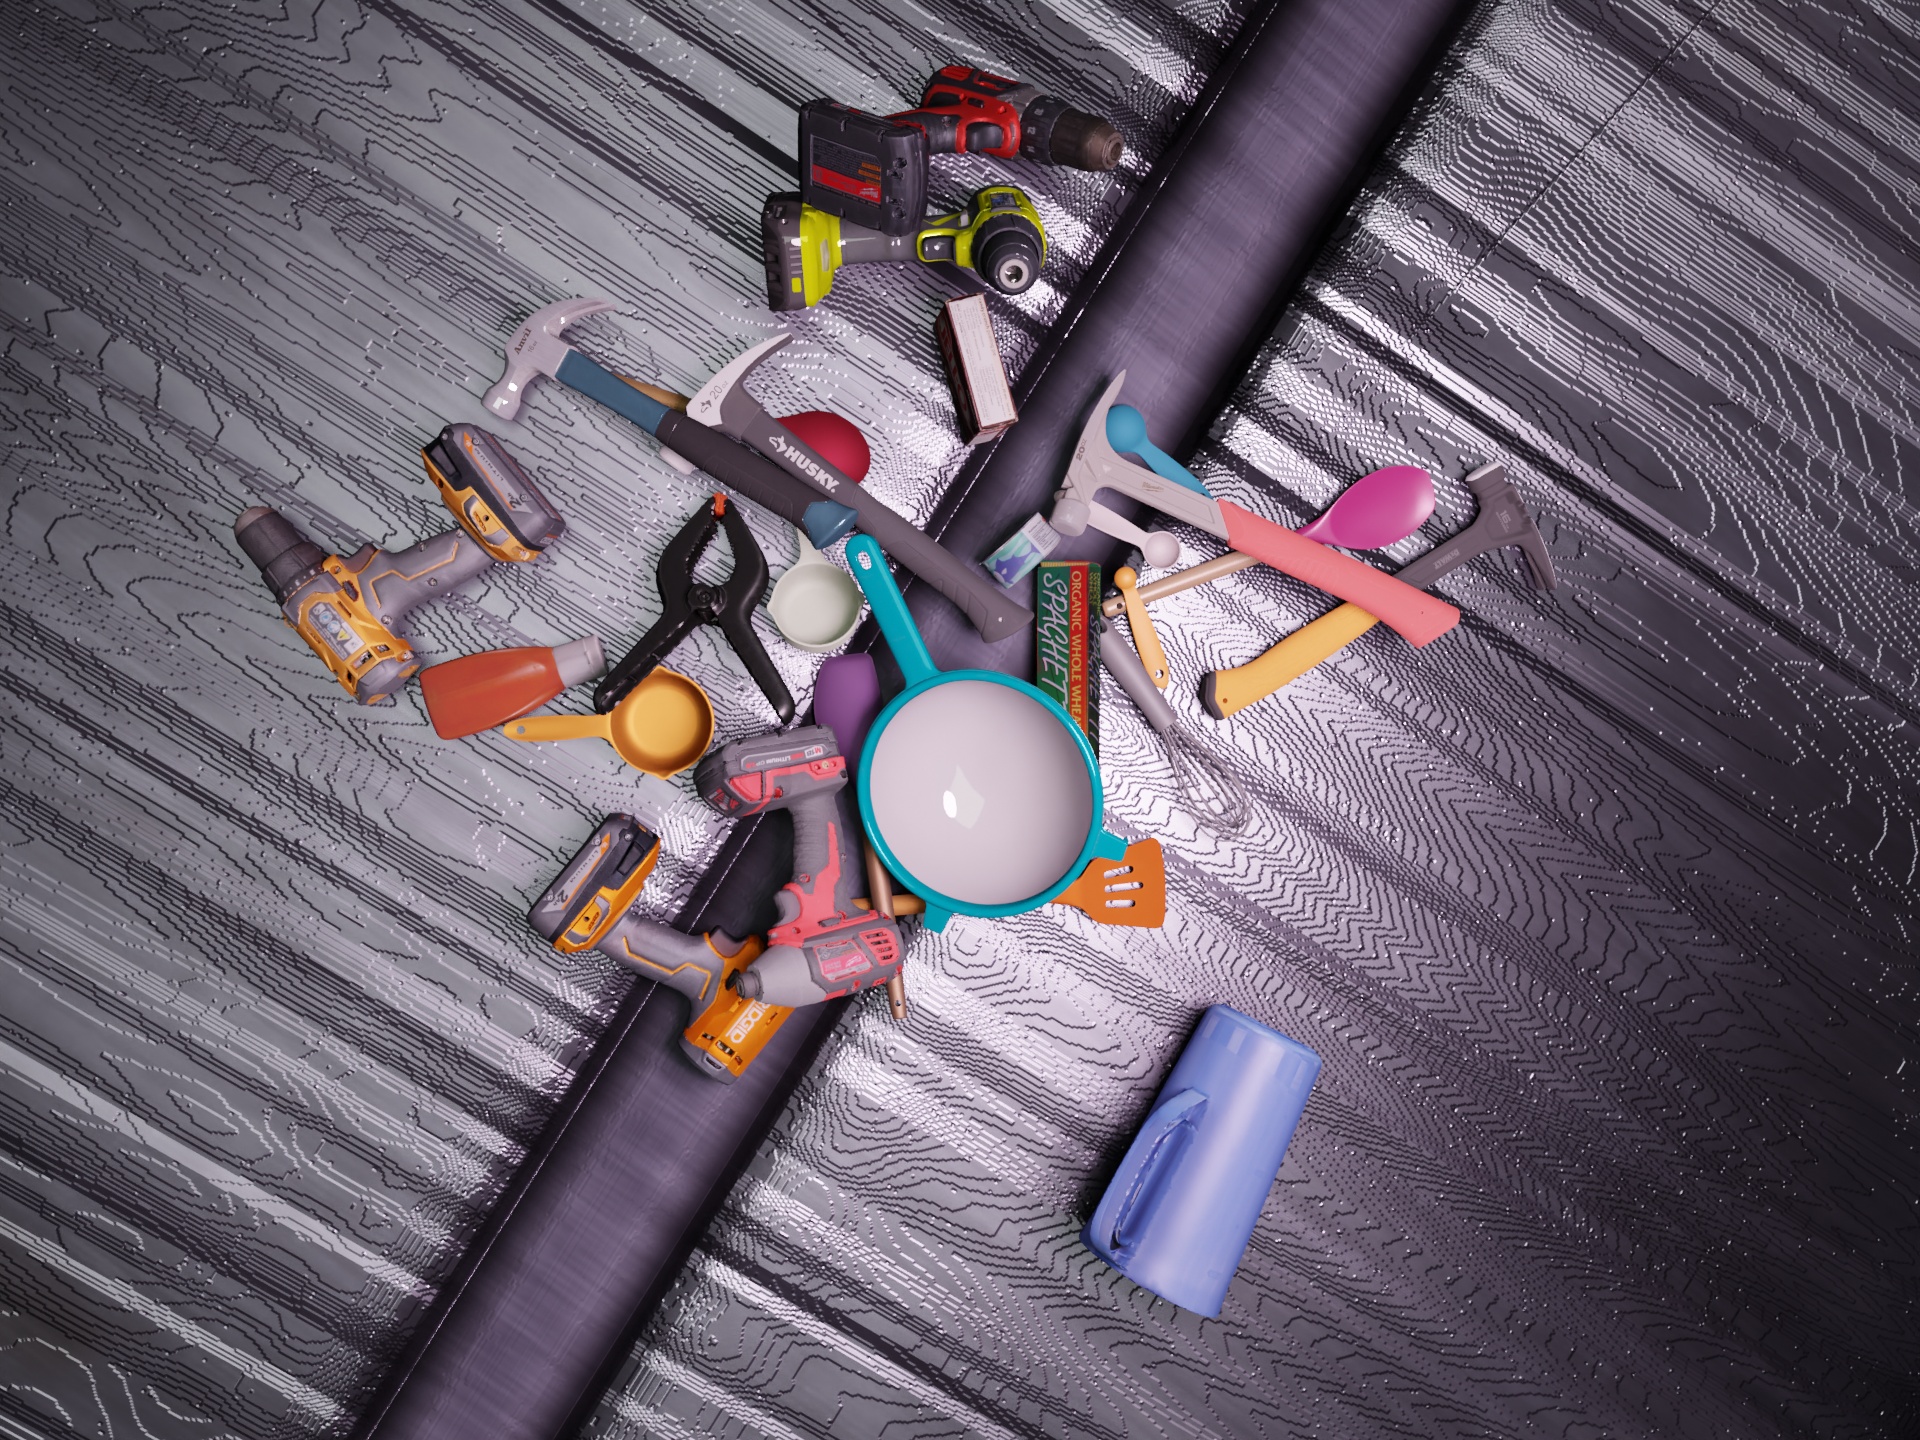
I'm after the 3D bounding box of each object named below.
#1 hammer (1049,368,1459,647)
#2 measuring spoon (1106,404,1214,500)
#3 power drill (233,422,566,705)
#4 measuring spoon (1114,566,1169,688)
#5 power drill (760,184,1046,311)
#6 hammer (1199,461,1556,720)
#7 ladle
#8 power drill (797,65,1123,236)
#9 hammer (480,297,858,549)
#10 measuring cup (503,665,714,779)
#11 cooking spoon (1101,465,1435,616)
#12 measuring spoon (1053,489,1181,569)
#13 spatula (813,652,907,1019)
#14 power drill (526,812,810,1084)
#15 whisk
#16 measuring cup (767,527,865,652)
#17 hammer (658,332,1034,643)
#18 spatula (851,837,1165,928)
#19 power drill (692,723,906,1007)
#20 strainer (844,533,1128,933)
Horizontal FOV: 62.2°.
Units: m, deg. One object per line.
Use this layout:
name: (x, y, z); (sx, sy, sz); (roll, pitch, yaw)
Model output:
hammer: (0.263, -0.163, 1.365); (0.359, 0.036, 0.149); (24, 78, -3)
measuring spoon: (0.176, -0.229, 1.396); (0.128, 0.021, 0.042); (40, 87, -4)
power drill: (-0.466, -0.150, 1.308); (0.226, 0.084, 0.185); (-40, 93, 1)
measuring spoon: (0.161, -0.080, 1.393); (0.021, 0.011, 0.116); (-22, 107, -3)
power drill: (-0.043, -0.383, 1.293); (0.228, 0.191, 0.080); (-3, 120, 0)
hammer: (0.364, -0.092, 1.412); (0.337, 0.034, 0.127); (-31, 98, -3)
ladle: (-0.228, -0.266, 1.354); (0.315, 0.031, 0.069); (17, 78, -4)
power drill: (0.001, -0.458, 1.266); (0.188, 0.080, 0.227); (29, 44, 28)
hammer: (-0.230, -0.233, 1.293); (0.331, 0.033, 0.128); (32, 97, 10)
measuring cup: (-0.293, 0.003, 1.341); (0.173, 0.052, 0.095); (-3, 92, -4)
cooking spoon: (0.274, -0.152, 1.411); (0.319, 0.017, 0.068); (-20, 109, -5)
measuring spoon: (0.137, -0.170, 1.402); (0.124, 0.018, 0.034); (28, 85, 1)
spatula: (-0.078, 0.099, 1.368); (0.060, 0.018, 0.316); (-10, 85, -2)
power drill: (-0.229, 0.178, 1.339); (0.226, 0.084, 0.164); (40, 87, -10)
whisk: (0.178, 0.005, 1.395); (0.055, 0.055, 0.239); (-35, 90, -4)
measuring cup: (-0.129, -0.138, 1.368); (0.083, 0.038, 0.168); (-6, 75, -6)
hammer: (-0.077, -0.180, 1.332); (0.334, 0.035, 0.146); (37, 95, -4)
spatula: (0.023, 0.155, 1.393); (0.322, 0.041, 0.081); (-4, 92, -2)
power drill: (-0.139, 0.124, 1.307); (0.143, 0.078, 0.220); (-12, 80, -31)
strainer: (-0.002, -0.004, 1.339); (0.211, 0.095, 0.340); (-25, 93, 21)
